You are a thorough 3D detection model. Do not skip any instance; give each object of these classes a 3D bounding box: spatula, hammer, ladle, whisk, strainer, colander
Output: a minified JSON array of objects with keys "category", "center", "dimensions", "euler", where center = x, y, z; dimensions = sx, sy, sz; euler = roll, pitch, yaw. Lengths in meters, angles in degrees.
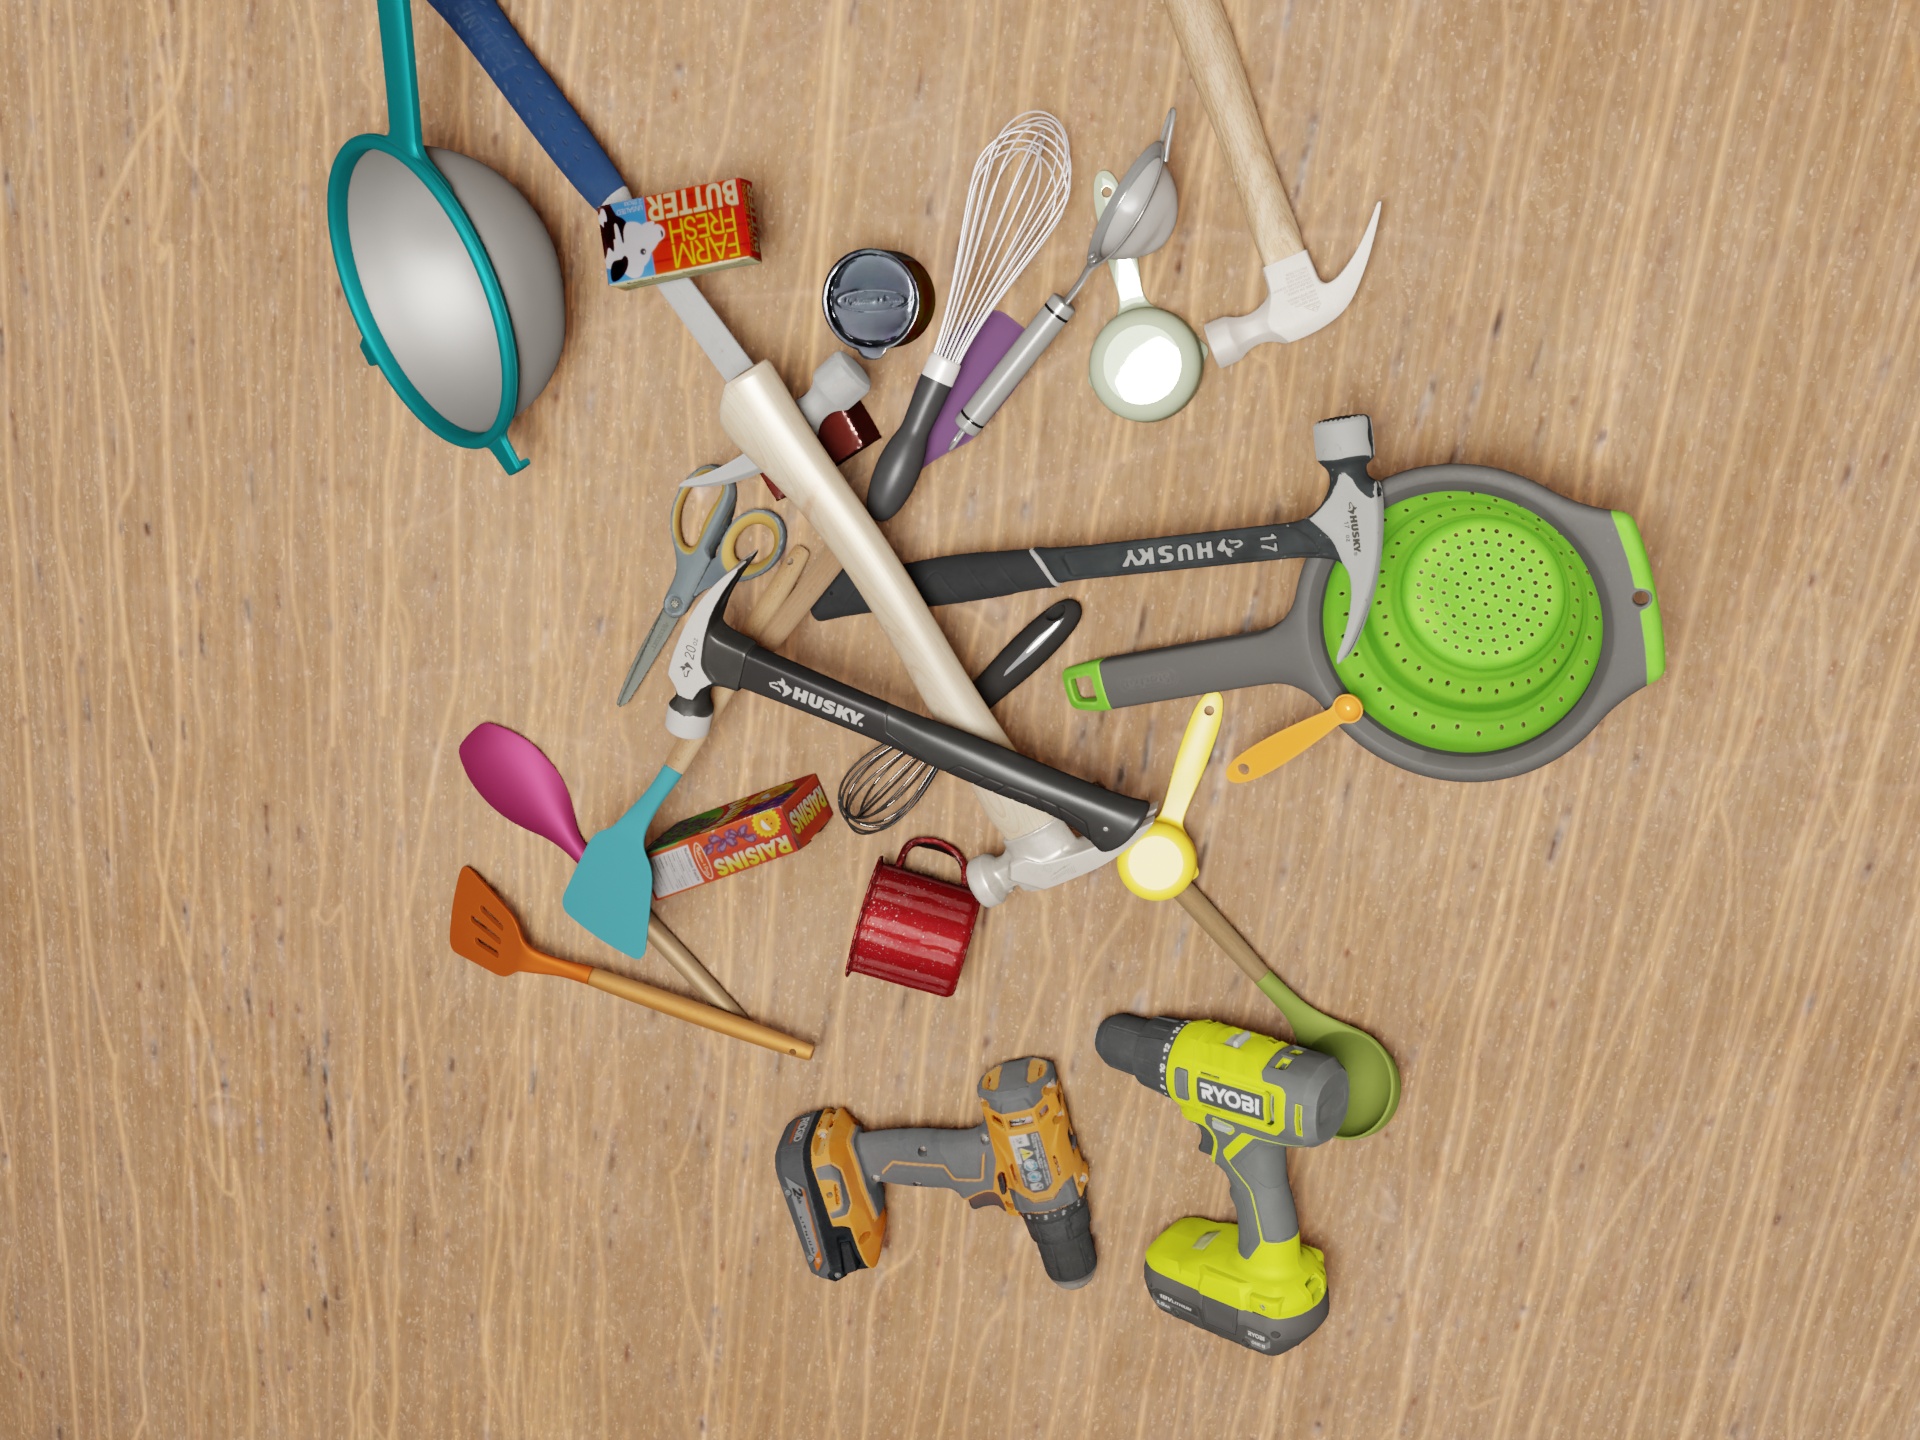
[{"category":"spatula","center":[-0.264,0.205,1.255],"dimensions":[0.322,0.041,0.081],"euler":[18,112,7]},{"category":"hammer","center":[0.076,-0.099,1.057],"dimensions":[0.409,0.036,0.149],"euler":[-4,100,28]},{"category":"ladle","center":[0.197,0.170,1.146],"dimensions":[0.320,0.062,0.078],"euler":[48,117,-1]},{"category":"hammer","center":[-0.034,0.003,1.058],"dimensions":[0.335,0.035,0.146],"euler":[22,123,6]},{"category":"hammer","center":[-0.233,-0.339,1.073],"dimensions":[0.144,0.035,0.405],"euler":[-37,87,17]},{"category":"whisk","center":[-0.002,-0.004,1.146],"dimensions":[0.239,0.055,0.055],"euler":[-43,93,14]},{"category":"whisk","center":[0.001,-0.262,1.051],"dimensions":[0.070,0.070,0.284],"euler":[25,104,4]},{"category":"strainer","center":[0.071,-0.273,1.029],"dimensions":[0.050,0.087,0.258],"euler":[32,115,-20]},{"category":"strainer","center":[-0.325,-0.346,1.042],"dimensions":[0.211,0.095,0.340],"euler":[37,138,27]},{"category":"spatula","center":[-0.190,0.015,1.145],"dimensions":[0.082,0.044,0.317],"euler":[27,84,25]},{"category":"hammer","center":[0.168,-0.402,1.005],"dimensions":[0.130,0.031,0.331],"euler":[-19,100,16]},{"category":"spatula","center":[-0.061,-0.150,1.104],"dimensions":[0.060,0.018,0.316],"euler":[38,97,1]},{"category":"hammer","center":[-0.023,-0.061,1.067],"dimensions":[0.146,0.038,0.410],"euler":[-25,108,23]},{"category":"colander","center":[0.258,-0.060,1.062],"dimensions":[0.397,0.094,0.204],"euler":[-9,104,32]}]

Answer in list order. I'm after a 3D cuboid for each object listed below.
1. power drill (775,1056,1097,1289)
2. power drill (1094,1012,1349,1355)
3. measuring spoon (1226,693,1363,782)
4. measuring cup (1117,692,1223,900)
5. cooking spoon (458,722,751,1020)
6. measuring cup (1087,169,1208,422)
[{"category":"power drill","center":[-0.010,0.370,1.233],"dimensions":[0.226,0.084,0.185],"euler":[-14,103,10]},{"category":"power drill","center":[0.187,0.326,1.161],"dimensions":[0.191,0.080,0.228],"euler":[9,111,39]},{"category":"measuring spoon","center":[0.220,0.013,1.051],"dimensions":[0.117,0.011,0.021],"euler":[-36,88,41]},{"category":"measuring cup","center":[0.154,0.053,1.120],"dimensions":[0.062,0.029,0.156],"euler":[19,96,9]},{"category":"cooking spoon","center":[-0.276,0.128,1.250],"dimensions":[0.068,0.017,0.319],"euler":[-41,94,22]},{"category":"measuring cup","center":[0.111,-0.279,1.047],"dimensions":[0.083,0.038,0.167],"euler":[-12,101,15]}]
